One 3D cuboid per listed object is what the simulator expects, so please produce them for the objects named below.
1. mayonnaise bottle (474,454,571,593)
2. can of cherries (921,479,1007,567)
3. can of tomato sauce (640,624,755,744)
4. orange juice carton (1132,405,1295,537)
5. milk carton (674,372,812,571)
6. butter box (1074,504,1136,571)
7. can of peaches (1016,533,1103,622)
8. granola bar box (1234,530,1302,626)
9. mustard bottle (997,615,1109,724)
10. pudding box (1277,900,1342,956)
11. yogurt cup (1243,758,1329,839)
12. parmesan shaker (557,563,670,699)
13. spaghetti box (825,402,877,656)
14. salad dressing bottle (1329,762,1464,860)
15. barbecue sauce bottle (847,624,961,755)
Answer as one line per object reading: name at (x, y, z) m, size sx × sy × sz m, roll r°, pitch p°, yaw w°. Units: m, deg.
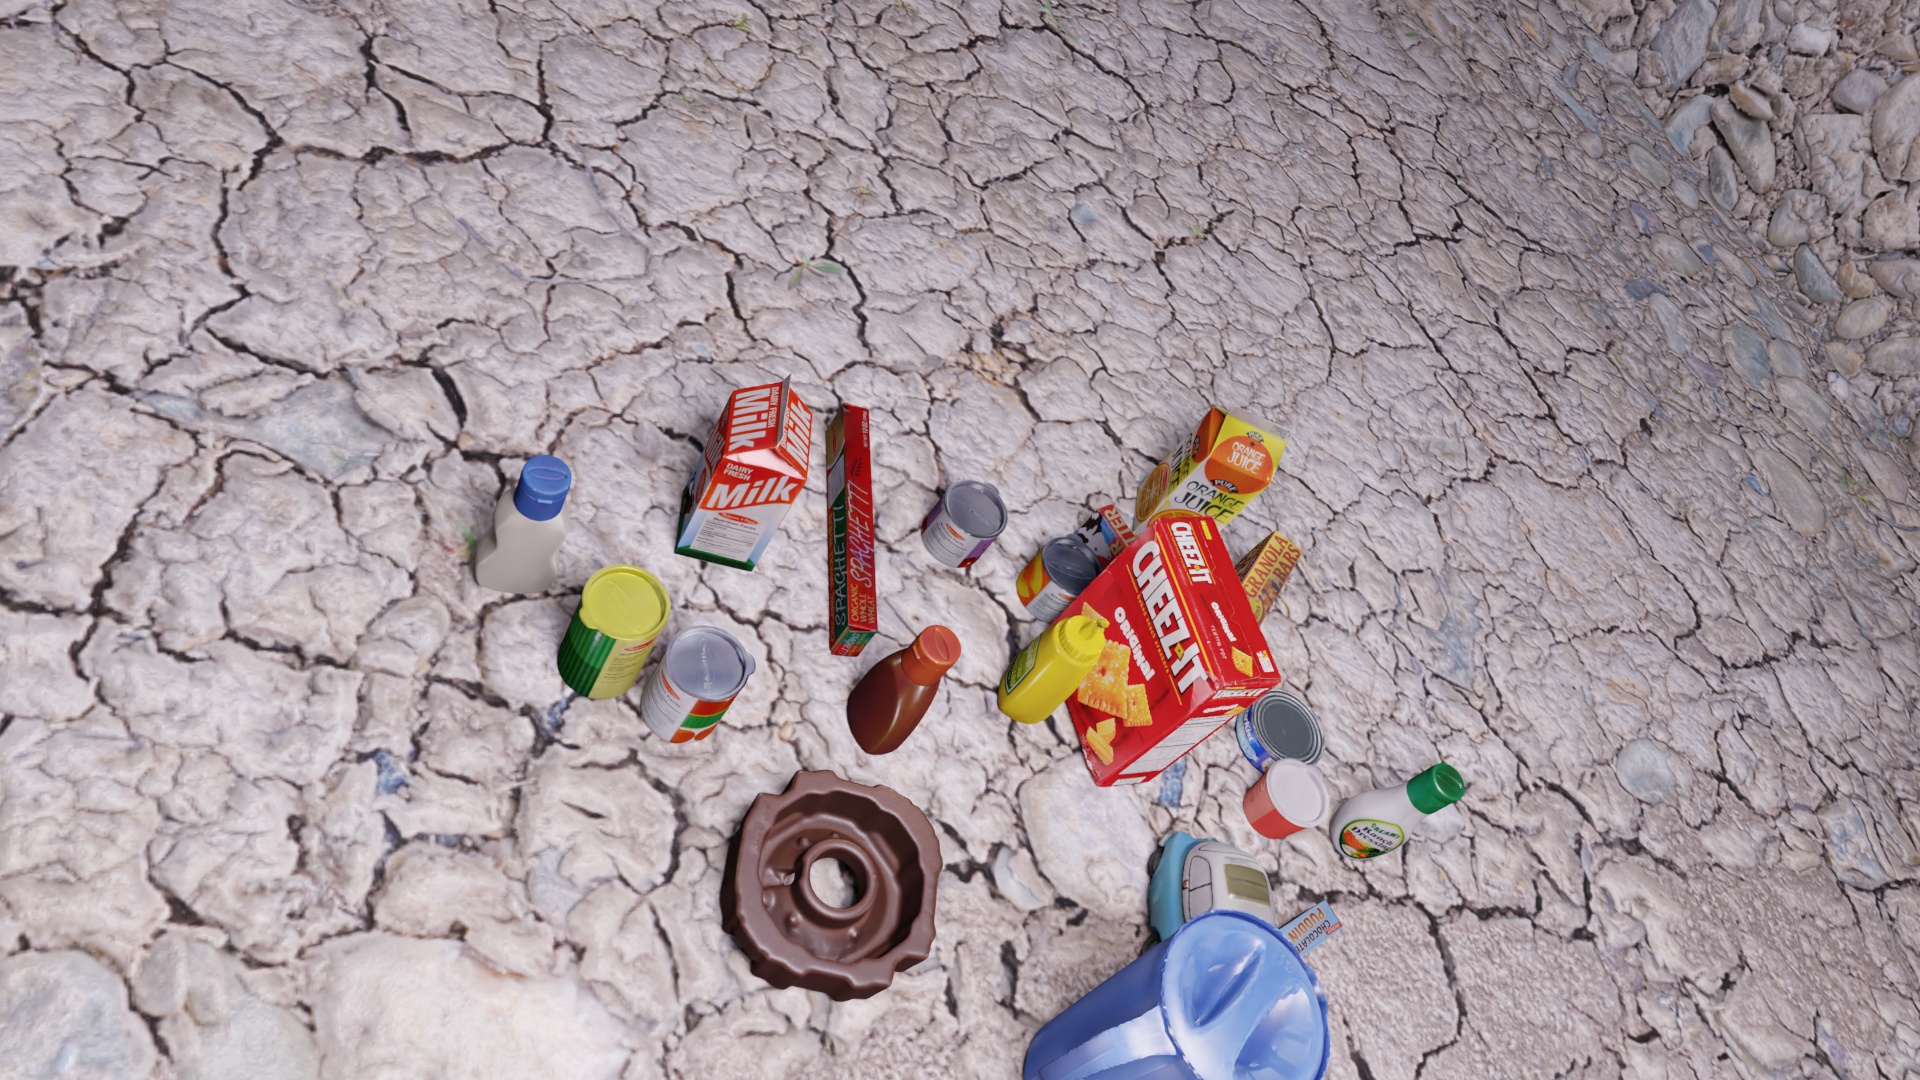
mayonnaise bottle at (-0.333, -0.011, 1.072) m, size 0.065 × 0.147 × 0.041 m, roll 7°, pitch 55°, yaw -25°
can of cherries at (0.005, -0.017, 1.326) m, size 0.071 × 0.058 × 0.072 m, roll 15°, pitch 52°, yaw -20°
can of tomato sauce at (-0.209, 0.114, 1.097) m, size 0.071 × 0.082 × 0.071 m, roll 15°, pitch 52°, yaw -20°
orange juice carton at (0.255, -0.067, 1.413) m, size 0.072 × 0.191 × 0.073 m, roll 23°, pitch 50°, yaw -13°
milk carton at (-0.177, -0.058, 1.165) m, size 0.073 × 0.189 × 0.073 m, roll 15°, pitch 52°, yaw -20°
butter box at (0.160, 0.020, 1.391) m, size 0.024 × 0.053 × 0.103 m, roll -21°, pitch 70°, yaw -38°
can of peaches at (0.095, 0.036, 1.340) m, size 0.071 × 0.057 × 0.071 m, roll 15°, pitch 52°, yaw -20°
granola bar box at (0.258, 0.077, 1.358) m, size 0.039 × 0.123 × 0.166 m, roll 40°, pitch 48°, yaw 1°
mustard bottle at (0.086, 0.104, 1.218) m, size 0.049 × 0.159 × 0.066 m, roll 25°, pitch 49°, yaw -12°
pudding box at (0.293, 0.355, 1.230) m, size 0.084 × 0.049 × 0.030 m, roll -18°, pitch 68°, yaw -37°
yogurt cup at (0.304, 0.247, 1.310) m, size 0.072 × 0.053 × 0.073 m, roll 15°, pitch 52°, yaw -20°
parmesan shaker at (-0.273, 0.073, 1.077) m, size 0.071 × 0.102 × 0.071 m, roll 15°, pitch 52°, yaw -20°
spaghetti box at (-0.101, -0.013, 1.270) m, size 0.029 × 0.050 × 0.251 m, roll 11°, pitch 53°, yaw -23°
salad dressing bottle at (0.408, 0.253, 1.301) m, size 0.064 × 0.147 × 0.044 m, roll 31°, pitch 48°, yaw -7°
barbecue sauce bottle at (-0.046, 0.119, 1.140) m, size 0.044 × 0.147 × 0.065 m, roll -3°, pitch 60°, yaw -31°
